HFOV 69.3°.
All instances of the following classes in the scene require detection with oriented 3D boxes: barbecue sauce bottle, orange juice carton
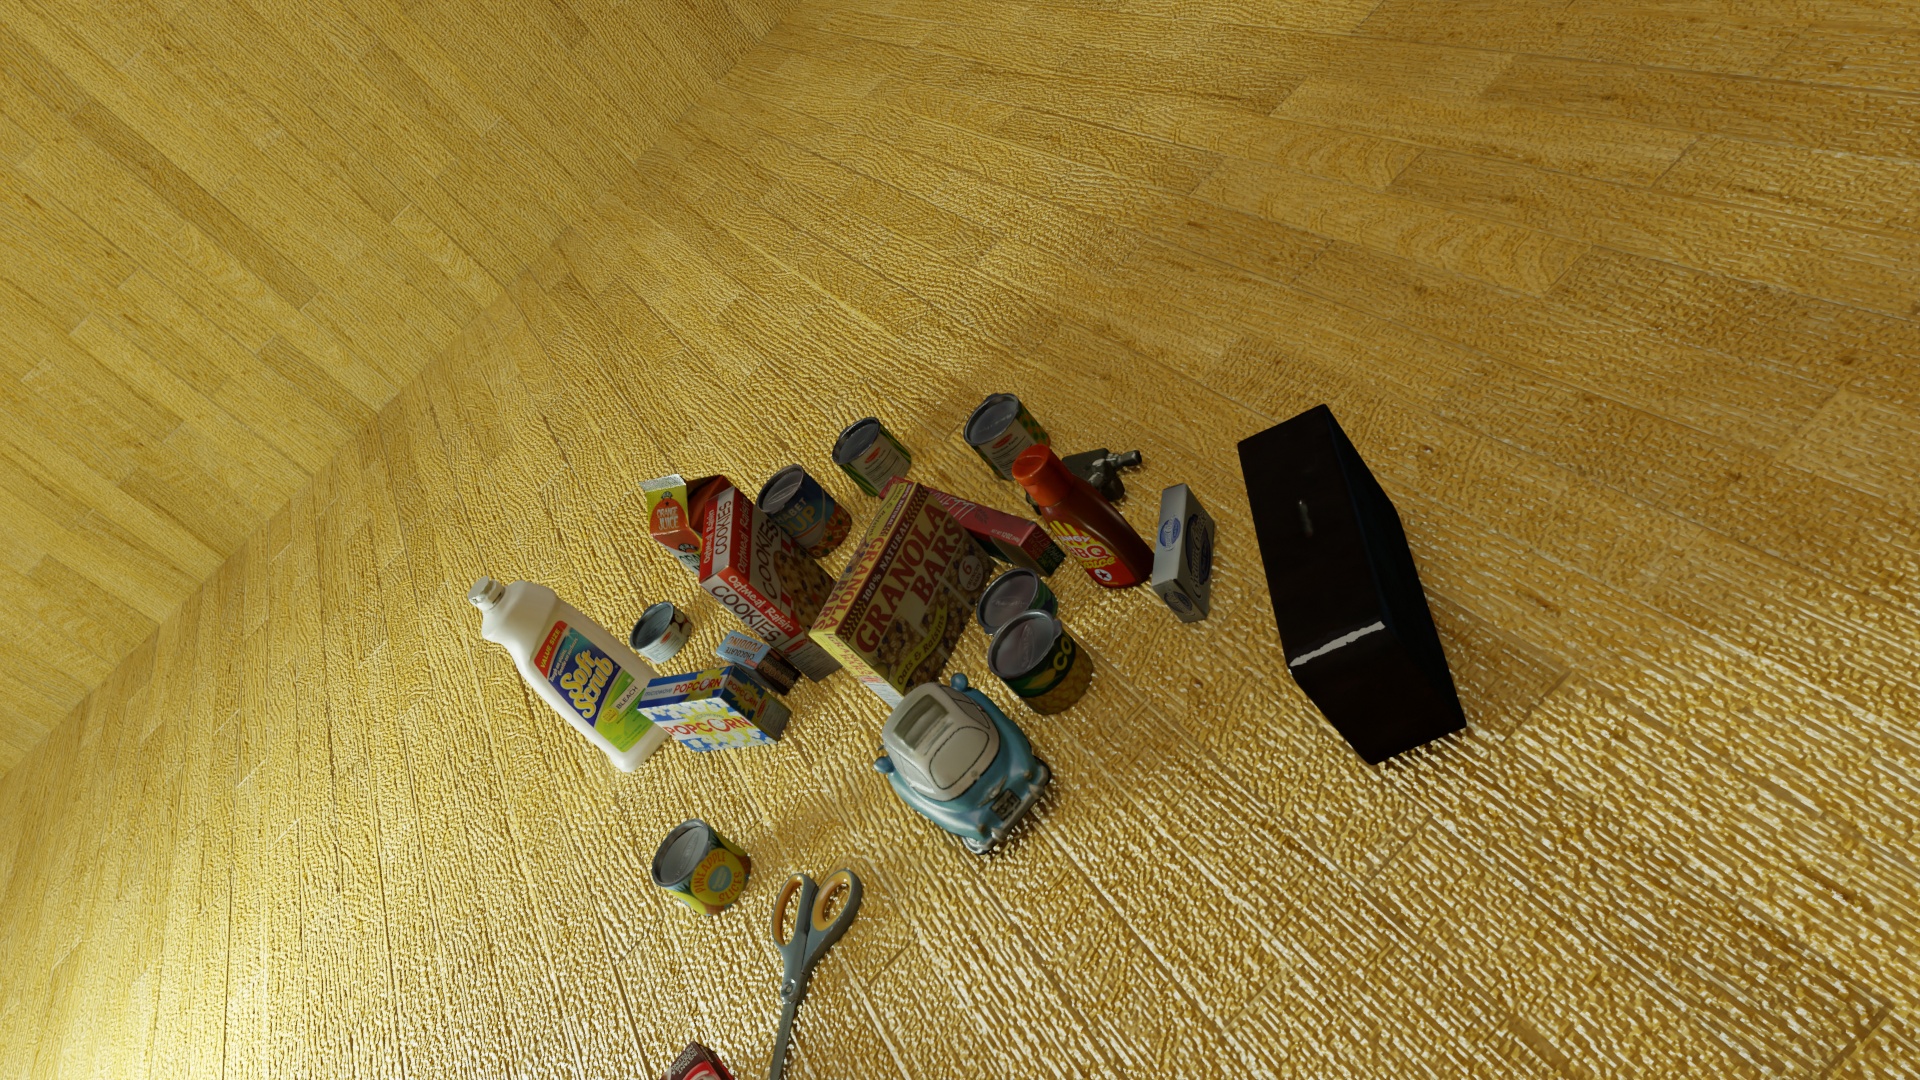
[{"bbox_3d":[0.098,-0.019,1.135,0.065,0.148,0.044,1,54,47],"label":"barbecue sauce bottle"},{"bbox_3d":[-0.248,-0.005,1.439,0.071,0.192,0.073,-6,49,43],"label":"orange juice carton"}]

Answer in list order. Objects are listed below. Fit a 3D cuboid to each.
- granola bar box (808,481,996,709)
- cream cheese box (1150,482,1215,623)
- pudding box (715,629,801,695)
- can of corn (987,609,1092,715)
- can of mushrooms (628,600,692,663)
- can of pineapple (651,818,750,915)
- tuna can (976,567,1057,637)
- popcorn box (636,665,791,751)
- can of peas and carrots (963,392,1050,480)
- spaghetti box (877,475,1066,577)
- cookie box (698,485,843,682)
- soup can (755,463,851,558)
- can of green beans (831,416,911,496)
[{"bbox_3d":[-0.047,0.050,1.232,0.039,0.124,0.166,-3,51,45],"label":"granola bar box"},{"bbox_3d":[0.178,0.010,1.105,0.024,0.053,0.104,-19,41,33],"label":"cream cheese box"},{"bbox_3d":[-0.202,0.121,1.382,0.084,0.049,0.030,14,63,52],"label":"pudding box"},{"bbox_3d":[0.067,0.098,1.120,0.071,0.058,0.071,-27,37,23],"label":"can of corn"},{"bbox_3d":[-0.336,0.102,1.557,0.071,0.033,0.071,-27,37,23],"label":"can of mushrooms"},{"bbox_3d":[-0.226,0.287,1.217,0.071,0.057,0.071,-27,37,23],"label":"can of pineapple"},{"bbox_3d":[0.048,0.061,1.203,0.071,0.032,0.071,-27,37,23],"label":"tuna can"},{"bbox_3d":[-0.239,0.164,1.341,0.126,0.085,0.038,-12,45,38],"label":"popcorn box"},{"bbox_3d":[0.046,-0.103,1.362,0.071,0.058,0.071,-27,37,23],"label":"can of peas and carrots"},{"bbox_3d":[0.005,-0.017,1.318,0.029,0.050,0.250,-52,34,-13],"label":"spaghetti box"},{"bbox_3d":[-0.181,0.042,1.341,0.040,0.167,0.123,-32,35,18],"label":"cookie box"},{"bbox_3d":[-0.167,-0.028,1.479,0.071,0.083,0.072,-28,37,23],"label":"soup can"},{"bbox_3d":[-0.095,-0.090,1.496,0.071,0.057,0.071,-27,37,23],"label":"can of green beans"}]
